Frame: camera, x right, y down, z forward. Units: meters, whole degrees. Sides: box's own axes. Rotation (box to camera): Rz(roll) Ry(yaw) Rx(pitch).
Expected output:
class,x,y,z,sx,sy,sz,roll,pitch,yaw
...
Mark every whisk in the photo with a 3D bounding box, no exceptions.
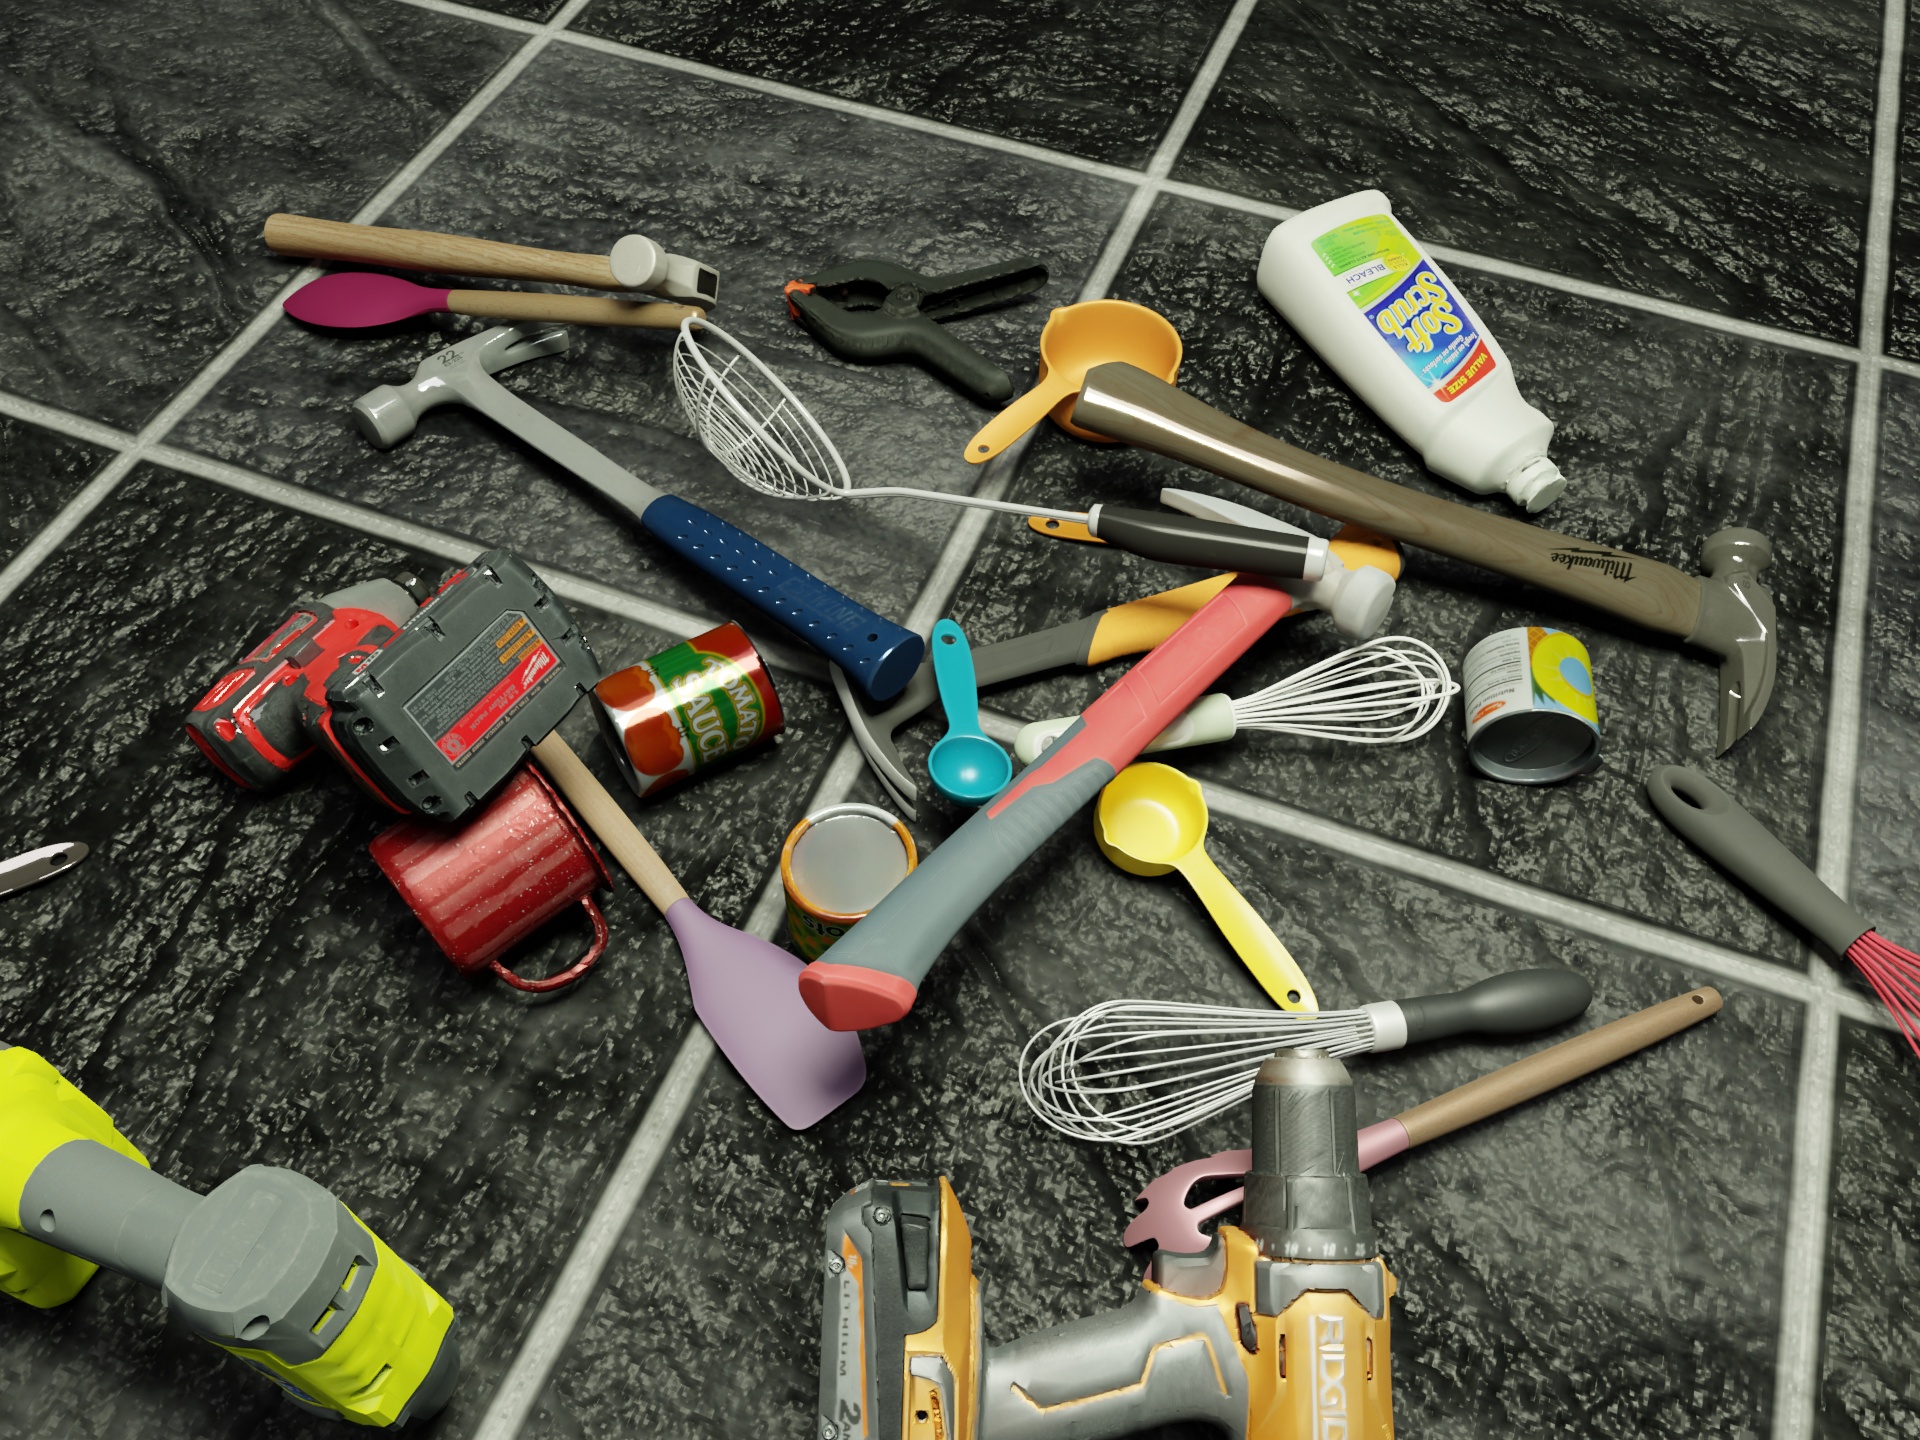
class,x,y,z,sx,sy,sz,roll,pitch,yaw
whisk,0.147,-0.003,0.835,0.246,0.058,0.059,-9,10,-12
whisk,0.166,0.148,0.737,0.284,0.070,0.070,-7,54,-12
whisk,0.447,0.120,0.762,0.073,0.073,0.296,-26,52,-19

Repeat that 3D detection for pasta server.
class,x,y,z,sx,sy,sz,roll,pitch,yaw
pasta server,0.221,0.183,0.730,0.316,0.040,0.060,-17,56,-18

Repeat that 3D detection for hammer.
class,x,y,z,sx,sy,sz,roll,pitch,yaw
hammer,0.257,-0.107,0.894,0.410,0.038,0.146,19,56,1
hammer,-0.308,-0.299,1.031,0.331,0.130,0.031,12,97,19
hammer,0.099,-0.046,0.886,0.337,0.034,0.127,-16,55,-13
hammer,0.054,0.007,0.774,0.143,0.038,0.386,29,52,29
hammer,-0.177,-0.130,0.917,0.406,0.035,0.144,33,59,28

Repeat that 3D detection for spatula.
class,x,y,z,sx,sy,sz,roll,pitch,yaw
spatula,-0.155,0.075,0.802,0.060,0.018,0.316,-34,63,-24

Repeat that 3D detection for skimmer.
class,x,y,z,sx,sy,sz,roll,pitch,yaw
skimmer,0.018,-0.145,0.849,0.363,0.127,0.090,11,98,12

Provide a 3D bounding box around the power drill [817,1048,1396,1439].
class,x,y,z,sx,sy,sz,roll,pitch,yaw
power drill,0.060,0.223,0.633,0.226,0.084,0.185,2,78,-1

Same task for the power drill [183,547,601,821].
class,x,y,z,sx,sy,sz,roll,pitch,yaw
power drill,-0.283,-0.024,0.786,0.220,0.078,0.143,3,45,46

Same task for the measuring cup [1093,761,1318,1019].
class,x,y,z,sx,sy,sz,roll,pitch,yaw
measuring cup,0.124,0.090,0.799,0.062,0.029,0.157,-29,71,-22

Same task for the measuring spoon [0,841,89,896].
class,x,y,z,sx,sy,sz,roll,pitch,yaw
measuring spoon,-0.496,0.091,0.788,0.124,0.018,0.034,-24,56,-26

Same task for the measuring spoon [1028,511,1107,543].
class,x,y,z,sx,sy,sz,roll,pitch,yaw
measuring spoon,0.098,-0.109,0.949,0.117,0.011,0.021,9,56,9

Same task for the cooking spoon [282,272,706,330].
class,x,y,z,sx,sy,sz,roll,pitch,yaw
cooking spoon,-0.299,-0.264,1.006,0.319,0.017,0.069,10,45,22

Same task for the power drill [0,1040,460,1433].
class,x,y,z,sx,sy,sz,roll,pitch,yaw
power drill,-0.307,0.209,0.622,0.223,0.171,0.080,14,54,19

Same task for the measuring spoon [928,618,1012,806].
class,x,y,z,sx,sy,sz,roll,pitch,yaw
measuring spoon,-0.001,-0.003,0.822,0.042,0.021,0.129,0,46,-10

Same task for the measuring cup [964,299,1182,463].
class,x,y,z,sx,sy,sz,roll,pitch,yaw
measuring cup,0.063,-0.191,0.980,0.095,0.052,0.173,38,63,23
